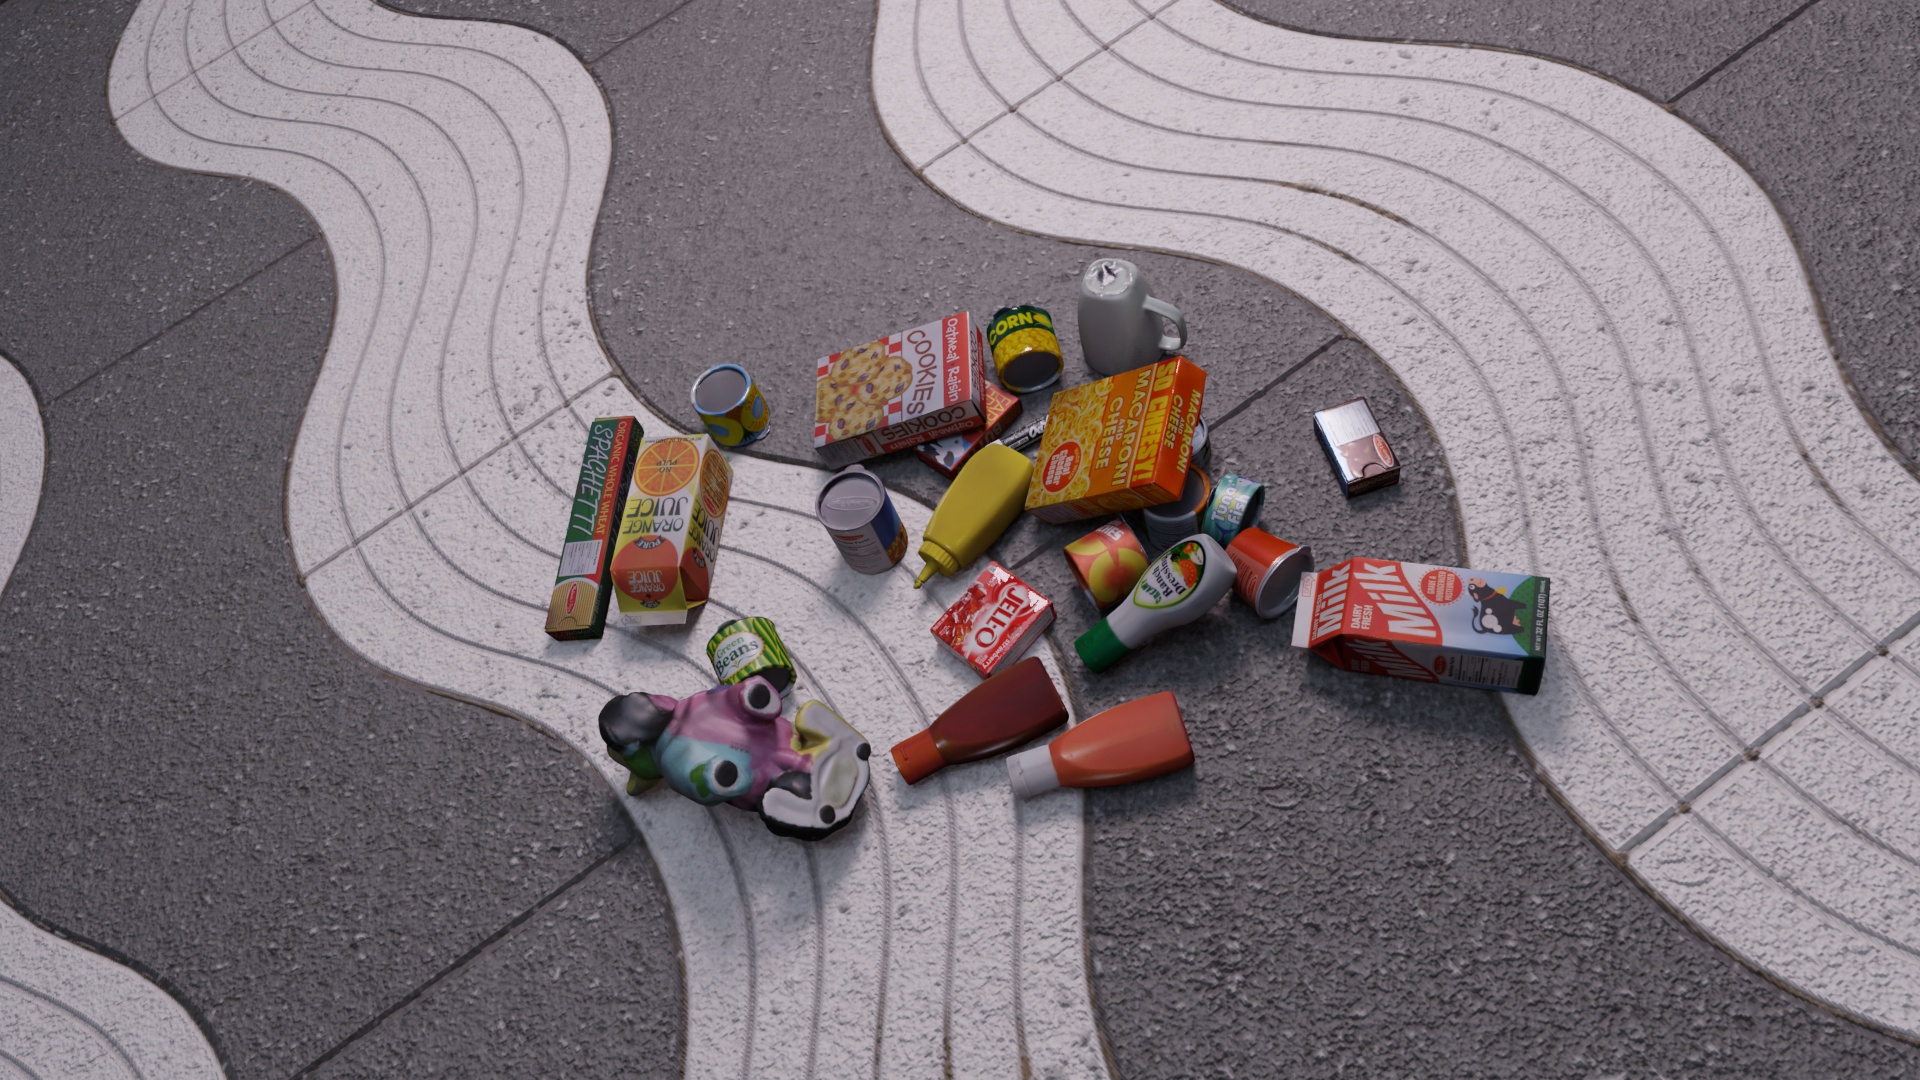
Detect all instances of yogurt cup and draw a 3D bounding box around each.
[{"bbox_3d":[0.257,0.025,1.178,0.072,0.072,0.054,-42,50,-11],"label":"yogurt cup"}]

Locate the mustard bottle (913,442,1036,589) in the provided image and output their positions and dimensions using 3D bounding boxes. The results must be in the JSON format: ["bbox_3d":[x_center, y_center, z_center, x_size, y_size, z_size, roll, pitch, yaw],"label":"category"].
[{"bbox_3d":[0.005,-0.016,1.281,0.065,0.048,0.161,29,72,32],"label":"mustard bottle"}]

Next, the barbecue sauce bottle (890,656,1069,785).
[{"bbox_3d":[0.014,0.157,1.176,0.148,0.043,0.065,-27,56,-1],"label":"barbecue sauce bottle"}]

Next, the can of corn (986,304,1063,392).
[{"bbox_3d":[0.062,-0.188,1.356,0.071,0.071,0.058,-17,57,6],"label":"can of corn"}]

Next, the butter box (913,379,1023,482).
[{"bbox_3d":[0.008,-0.109,1.351,0.053,0.024,0.104,34,73,31],"label":"butter box"}]

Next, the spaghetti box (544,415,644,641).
[{"bbox_3d":[-0.365,-0.016,1.397,0.050,0.028,0.251,-4,59,13],"label":"spaghetti box"}]

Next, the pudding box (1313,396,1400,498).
[{"bbox_3d":[0.351,-0.083,1.235,0.050,0.030,0.084,-18,57,3],"label":"pudding box"}]

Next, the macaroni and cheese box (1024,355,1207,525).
[{"bbox_3d":[0.137,-0.086,1.232,0.166,0.040,0.124,-11,58,52],"label":"macaroni and cheese box"}]

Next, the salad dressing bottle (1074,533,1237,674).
[{"bbox_3d":[0.162,0.056,1.169,0.147,0.044,0.064,-41,44,17],"label":"salad dressing bottle"}]

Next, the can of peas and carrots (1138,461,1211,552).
[{"bbox_3d":[0.191,-0.032,1.232,0.071,0.058,0.071,-7,58,11],"label":"can of peas and carrots"}]

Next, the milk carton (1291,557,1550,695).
[{"bbox_3d":[0.367,0.066,1.115,0.190,0.073,0.072,6,62,19],"label":"milk carton"}]

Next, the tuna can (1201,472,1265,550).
[{"bbox_3d":[0.237,-0.024,1.207,0.033,0.070,0.071,21,67,24],"label":"tuna can"}]

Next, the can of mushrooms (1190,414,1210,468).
[{"bbox_3d":[0.197,-0.093,1.283,0.071,0.033,0.071,-7,58,12],"label":"can of mushrooms"}]

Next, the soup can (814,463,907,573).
[{"bbox_3d":[-0.090,-0.019,1.288,0.071,0.083,0.071,-7,58,11],"label":"soup can"}]

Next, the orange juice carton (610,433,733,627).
[{"bbox_3d":[-0.279,-0.004,1.339,0.072,0.072,0.193,-2,60,14],"label":"orange juice carton"}]

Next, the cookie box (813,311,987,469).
[{"bbox_3d":[-0.059,-0.147,1.366,0.167,0.040,0.123,-15,50,17],"label":"cookie box"}]

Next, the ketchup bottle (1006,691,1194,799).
[{"bbox_3d":[0.113,0.173,1.138,0.149,0.043,0.065,-18,56,5],"label":"ketchup bottle"}]

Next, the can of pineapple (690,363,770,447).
[{"bbox_3d":[-0.233,-0.138,1.416,0.071,0.057,0.071,-7,58,11],"label":"can of pineapple"}]

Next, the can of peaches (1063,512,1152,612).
[{"bbox_3d":[0.129,0.019,1.212,0.058,0.071,0.071,-29,56,-2],"label":"can of peaches"}]

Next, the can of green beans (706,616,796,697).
[{"bbox_3d":[-0.188,0.111,1.247,0.071,0.071,0.058,-29,57,-3],"label":"can of green beans"}]
